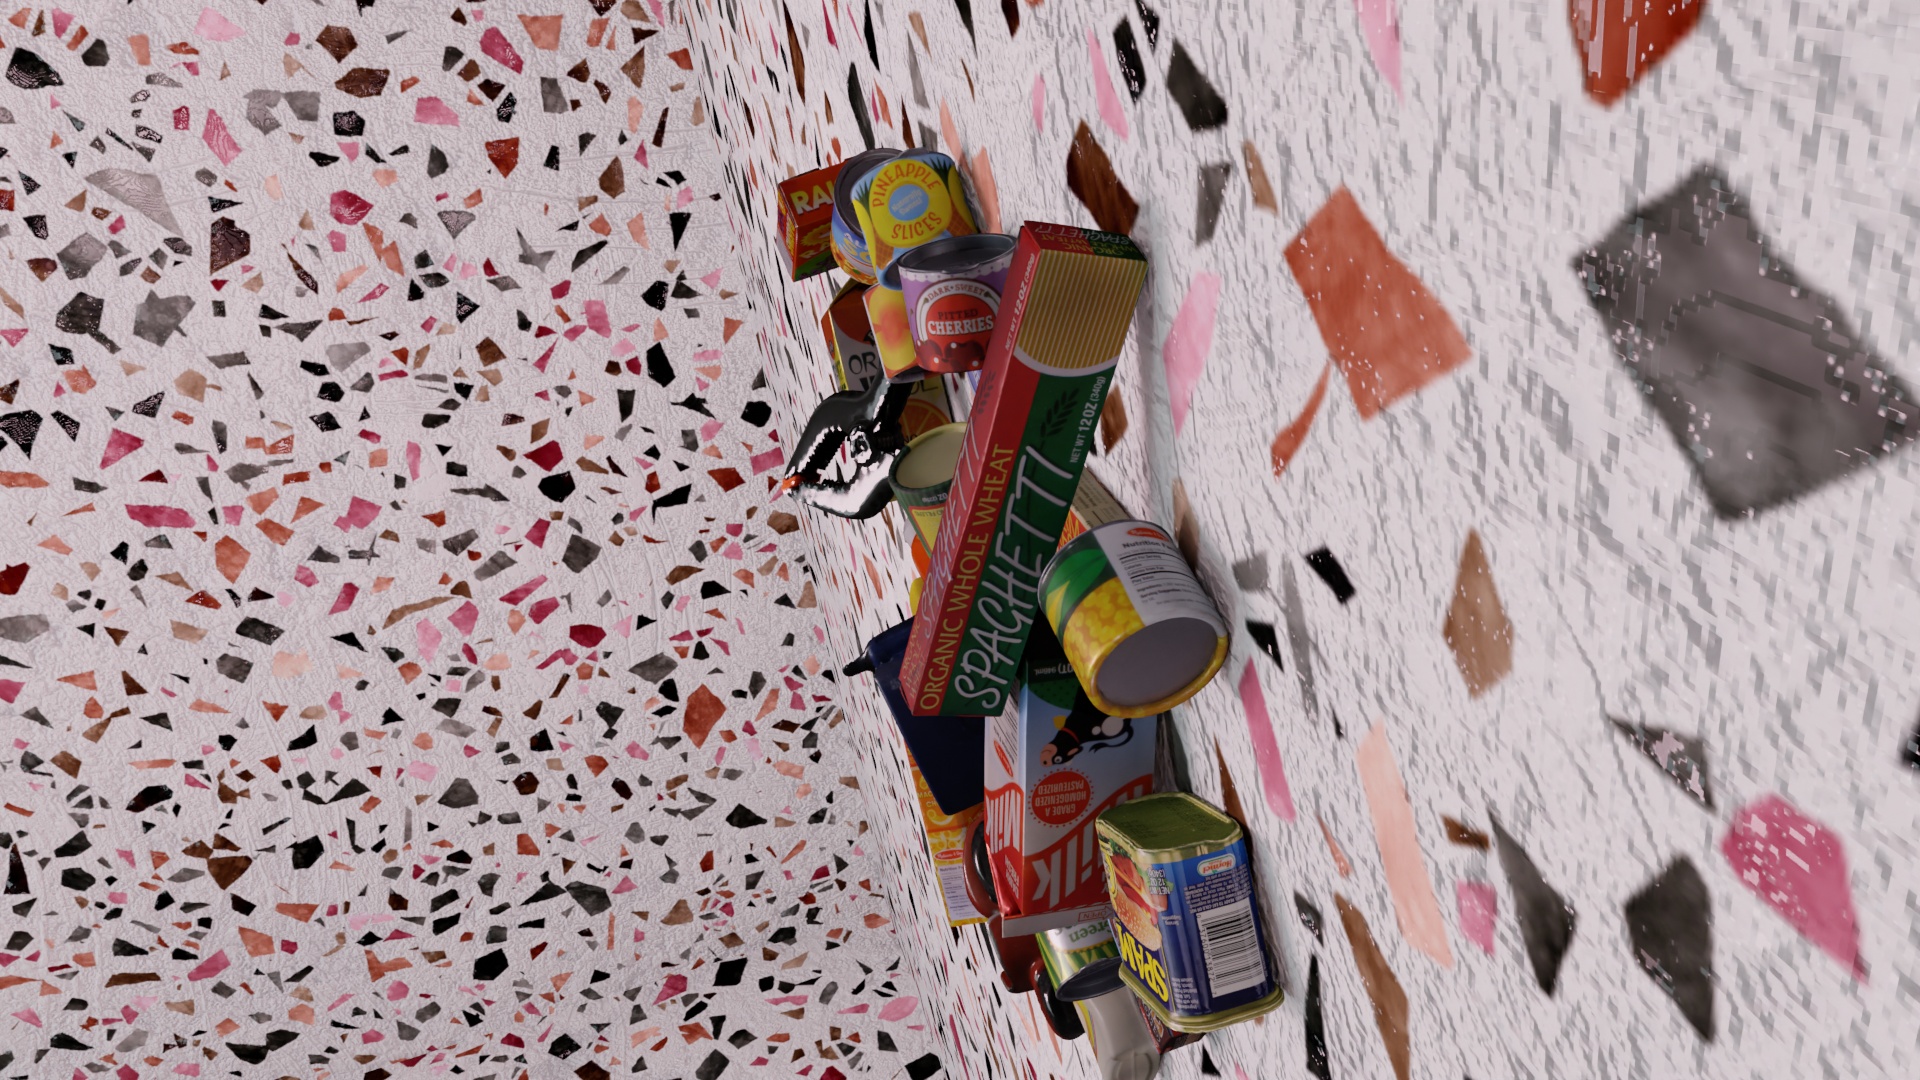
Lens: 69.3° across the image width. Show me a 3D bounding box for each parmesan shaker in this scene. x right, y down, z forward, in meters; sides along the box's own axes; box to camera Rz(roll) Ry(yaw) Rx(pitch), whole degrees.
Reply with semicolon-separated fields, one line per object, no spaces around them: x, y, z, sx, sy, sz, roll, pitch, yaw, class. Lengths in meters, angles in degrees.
0.003;-0.010;0.836;0.102;0.071;0.071;63;178;-34;parmesan shaker

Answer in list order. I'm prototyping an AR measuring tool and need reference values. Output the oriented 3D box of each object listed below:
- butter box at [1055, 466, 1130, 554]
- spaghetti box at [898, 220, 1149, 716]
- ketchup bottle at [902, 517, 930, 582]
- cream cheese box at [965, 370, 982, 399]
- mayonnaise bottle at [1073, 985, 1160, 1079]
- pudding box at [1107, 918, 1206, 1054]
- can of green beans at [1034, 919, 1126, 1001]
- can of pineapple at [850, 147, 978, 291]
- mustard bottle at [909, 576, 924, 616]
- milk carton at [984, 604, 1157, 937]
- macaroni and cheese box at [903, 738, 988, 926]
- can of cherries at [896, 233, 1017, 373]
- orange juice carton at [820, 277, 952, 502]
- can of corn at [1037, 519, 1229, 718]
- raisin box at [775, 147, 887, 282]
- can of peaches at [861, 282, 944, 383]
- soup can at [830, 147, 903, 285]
0.071;0.006;0.697;0.104;0.024;0.053;-122;20;-58;butter box
0.023;-0.020;0.624;0.029;0.050;0.248;-113;32;-52;spaghetti box
-0.013;0.017;1.118;0.149;0.043;0.064;-124;23;-62;ketchup bottle
0.016;-0.113;0.820;0.053;0.024;0.104;117;137;-76;cream cheese box
0.092;0.302;0.963;0.149;0.041;0.064;-116;13;-46;mayonnaise bottle
0.114;0.243;0.791;0.049;0.030;0.084;92;161;-60;pudding box
0.081;0.248;0.872;0.071;0.071;0.058;90;163;-54;can of green beans
-0.026;-0.188;0.821;0.071;0.071;0.058;113;140;-74;can of pineapple
0.000;0.094;1.144;0.161;0.049;0.065;-117;15;-47;mustard bottle
0.056;0.129;0.739;0.073;0.072;0.189;-126;34;-63;milk carton
0.004;0.229;1.199;0.124;0.040;0.166;-25;-78;-72;macaroni and cheese box
0.002;-0.127;0.748;0.072;0.071;0.058;-125;22;-62;can of cherries
-0.057;-0.128;1.062;0.072;0.073;0.192;-168;64;-80;orange juice carton
0.073;0.036;0.600;0.070;0.071;0.058;85;165;-44;can of corn
-0.093;-0.245;1.050;0.123;0.086;0.040;137;111;-79;raisin box
-0.022;-0.137;0.882;0.071;0.071;0.058;146;109;-79;can of peaches
-0.053;-0.213;0.933;0.083;0.071;0.071;127;127;-78;soup can
